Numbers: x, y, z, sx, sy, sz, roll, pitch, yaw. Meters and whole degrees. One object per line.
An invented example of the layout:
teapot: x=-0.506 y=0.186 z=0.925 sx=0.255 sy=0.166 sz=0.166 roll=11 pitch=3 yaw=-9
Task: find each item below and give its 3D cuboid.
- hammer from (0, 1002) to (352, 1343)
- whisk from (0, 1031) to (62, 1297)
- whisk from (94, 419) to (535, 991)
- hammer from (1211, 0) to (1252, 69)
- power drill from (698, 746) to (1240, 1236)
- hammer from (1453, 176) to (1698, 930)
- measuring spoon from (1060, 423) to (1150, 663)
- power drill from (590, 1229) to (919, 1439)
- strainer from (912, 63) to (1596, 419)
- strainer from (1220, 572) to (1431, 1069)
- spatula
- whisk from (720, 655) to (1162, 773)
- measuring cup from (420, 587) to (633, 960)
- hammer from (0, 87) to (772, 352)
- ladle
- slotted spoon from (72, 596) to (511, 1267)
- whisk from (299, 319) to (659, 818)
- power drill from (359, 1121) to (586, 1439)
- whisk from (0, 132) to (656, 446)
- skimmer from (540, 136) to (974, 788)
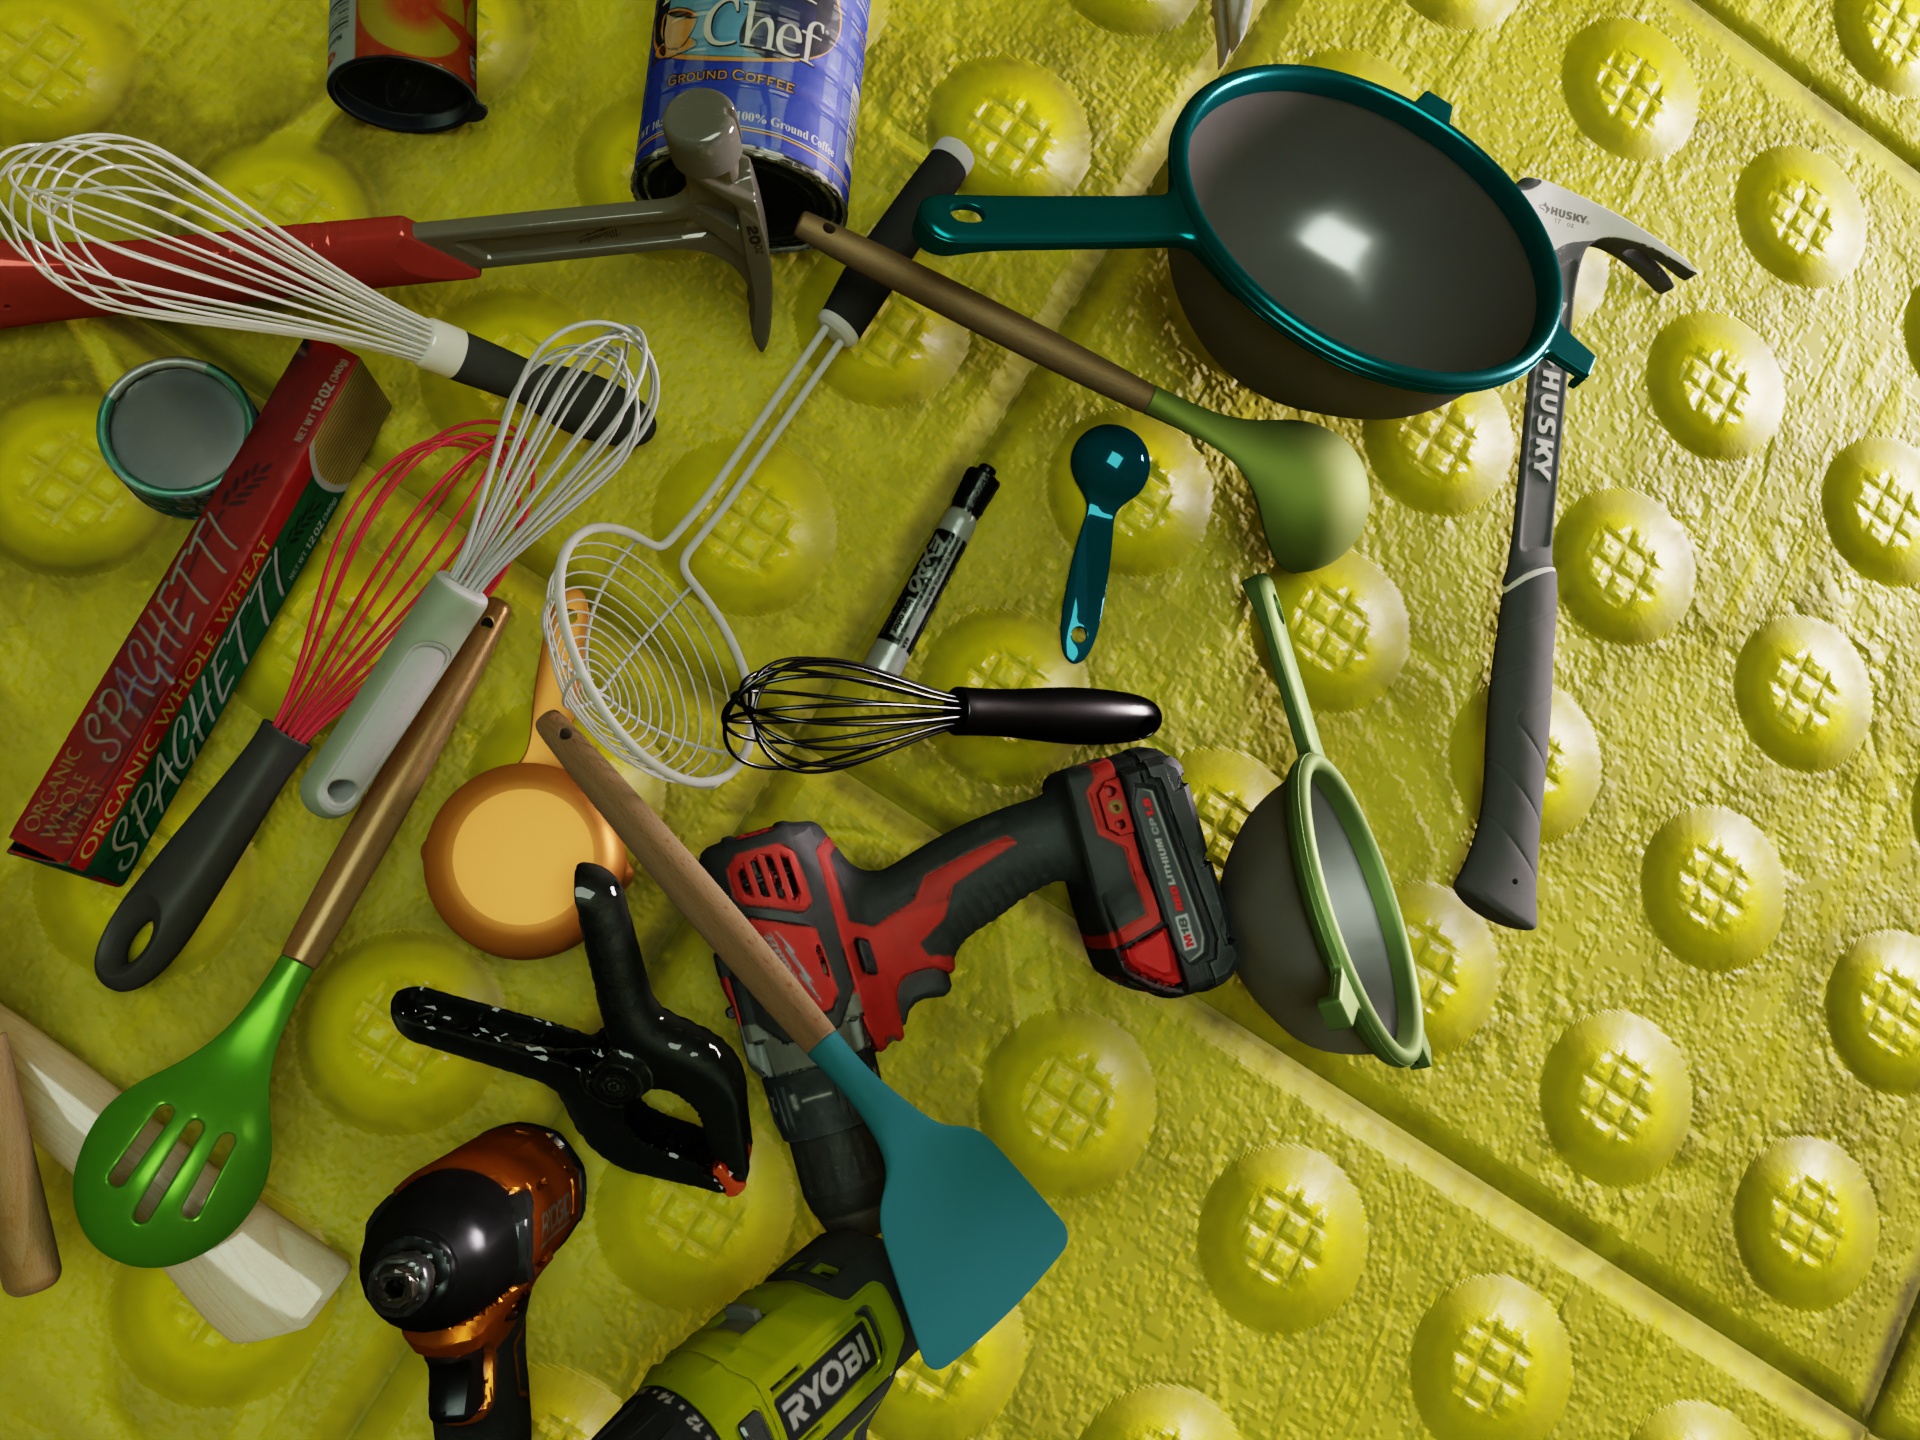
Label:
hammer: x=-0.421 y=0.110 z=0.654 sx=0.410 sy=0.038 sz=0.146 roll=38 pitch=74 yaw=-5
whisk: x=-0.390 y=0.104 z=0.626 sx=0.051 sy=0.047 sz=0.245 roll=-13 pitch=88 yaw=-52
whisk: x=-0.281 y=-0.010 z=0.694 sx=0.073 sy=0.073 sz=0.296 roll=34 pitch=82 yaw=-6
hammer: x=-0.034 y=-0.416 z=0.818 sx=0.386 sy=0.038 sz=0.143 roll=-3 pitch=84 yaw=-13
power drill: x=0.007 y=0.118 z=0.730 sx=0.226 sy=0.080 sz=0.188 roll=-15 pitch=85 yaw=-12
hammer: x=0.309 y=-0.093 z=0.851 sx=0.149 sy=0.036 sz=0.409 roll=10 pitch=80 yaw=-12
measuring spoon: x=0.071 y=-0.091 z=0.801 sx=0.042 sy=0.021 sz=0.129 roll=14 pitch=78 yaw=-10
power drill: x=-0.068 y=0.347 z=0.627 sx=0.190 sy=0.080 sz=0.228 roll=-27 pitch=102 yaw=-47
strainer: x=0.128 y=-0.215 z=0.778 sx=0.340 sy=0.095 sz=0.211 roll=-7 pitch=64 yaw=-22
strainer: x=0.153 y=0.049 z=0.774 sx=0.069 sy=0.151 sz=0.257 roll=-22 pitch=63 yaw=23
spatula: x=-0.078 y=0.119 z=0.668 sx=0.082 sy=0.044 sz=0.317 roll=-37 pitch=79 yaw=-27
whisk: x=-0.001 y=-0.001 z=0.734 sx=0.238 sy=0.055 sz=0.055 roll=1 pitch=81 yaw=-33
measuring cup: x=-0.187 y=0.021 z=0.710 sx=0.095 sy=0.052 sz=0.174 roll=9 pitch=82 yaw=-11
hammer: x=-0.266 y=-0.202 z=0.710 sx=0.359 sy=0.149 sz=0.037 roll=-7 pitch=69 yaw=-2
ladle: x=0.064 y=-0.163 z=0.780 sx=0.320 sy=0.062 sz=0.078 roll=24 pitch=66 yaw=-12
slotted spoon: x=-0.271 y=0.079 z=0.678 sx=0.070 sy=0.031 sz=0.314 roll=28 pitch=68 yaw=-13
whisk: x=-0.203 y=-0.061 z=0.663 sx=0.057 sy=0.059 sz=0.246 roll=30 pitch=97 yaw=-44
power drill: x=-0.192 y=0.282 z=0.614 sx=0.084 sy=0.164 sz=0.226 roll=-1 pitch=84 yaw=0
whisk: x=-0.250 y=-0.170 z=0.671 sx=0.284 sy=0.070 sz=0.070 roll=16 pitch=77 yaw=-42
skimmer: x=-0.071 y=-0.137 z=0.742 sx=0.127 sy=0.090 sz=0.363 roll=44 pitch=69 yaw=-38
